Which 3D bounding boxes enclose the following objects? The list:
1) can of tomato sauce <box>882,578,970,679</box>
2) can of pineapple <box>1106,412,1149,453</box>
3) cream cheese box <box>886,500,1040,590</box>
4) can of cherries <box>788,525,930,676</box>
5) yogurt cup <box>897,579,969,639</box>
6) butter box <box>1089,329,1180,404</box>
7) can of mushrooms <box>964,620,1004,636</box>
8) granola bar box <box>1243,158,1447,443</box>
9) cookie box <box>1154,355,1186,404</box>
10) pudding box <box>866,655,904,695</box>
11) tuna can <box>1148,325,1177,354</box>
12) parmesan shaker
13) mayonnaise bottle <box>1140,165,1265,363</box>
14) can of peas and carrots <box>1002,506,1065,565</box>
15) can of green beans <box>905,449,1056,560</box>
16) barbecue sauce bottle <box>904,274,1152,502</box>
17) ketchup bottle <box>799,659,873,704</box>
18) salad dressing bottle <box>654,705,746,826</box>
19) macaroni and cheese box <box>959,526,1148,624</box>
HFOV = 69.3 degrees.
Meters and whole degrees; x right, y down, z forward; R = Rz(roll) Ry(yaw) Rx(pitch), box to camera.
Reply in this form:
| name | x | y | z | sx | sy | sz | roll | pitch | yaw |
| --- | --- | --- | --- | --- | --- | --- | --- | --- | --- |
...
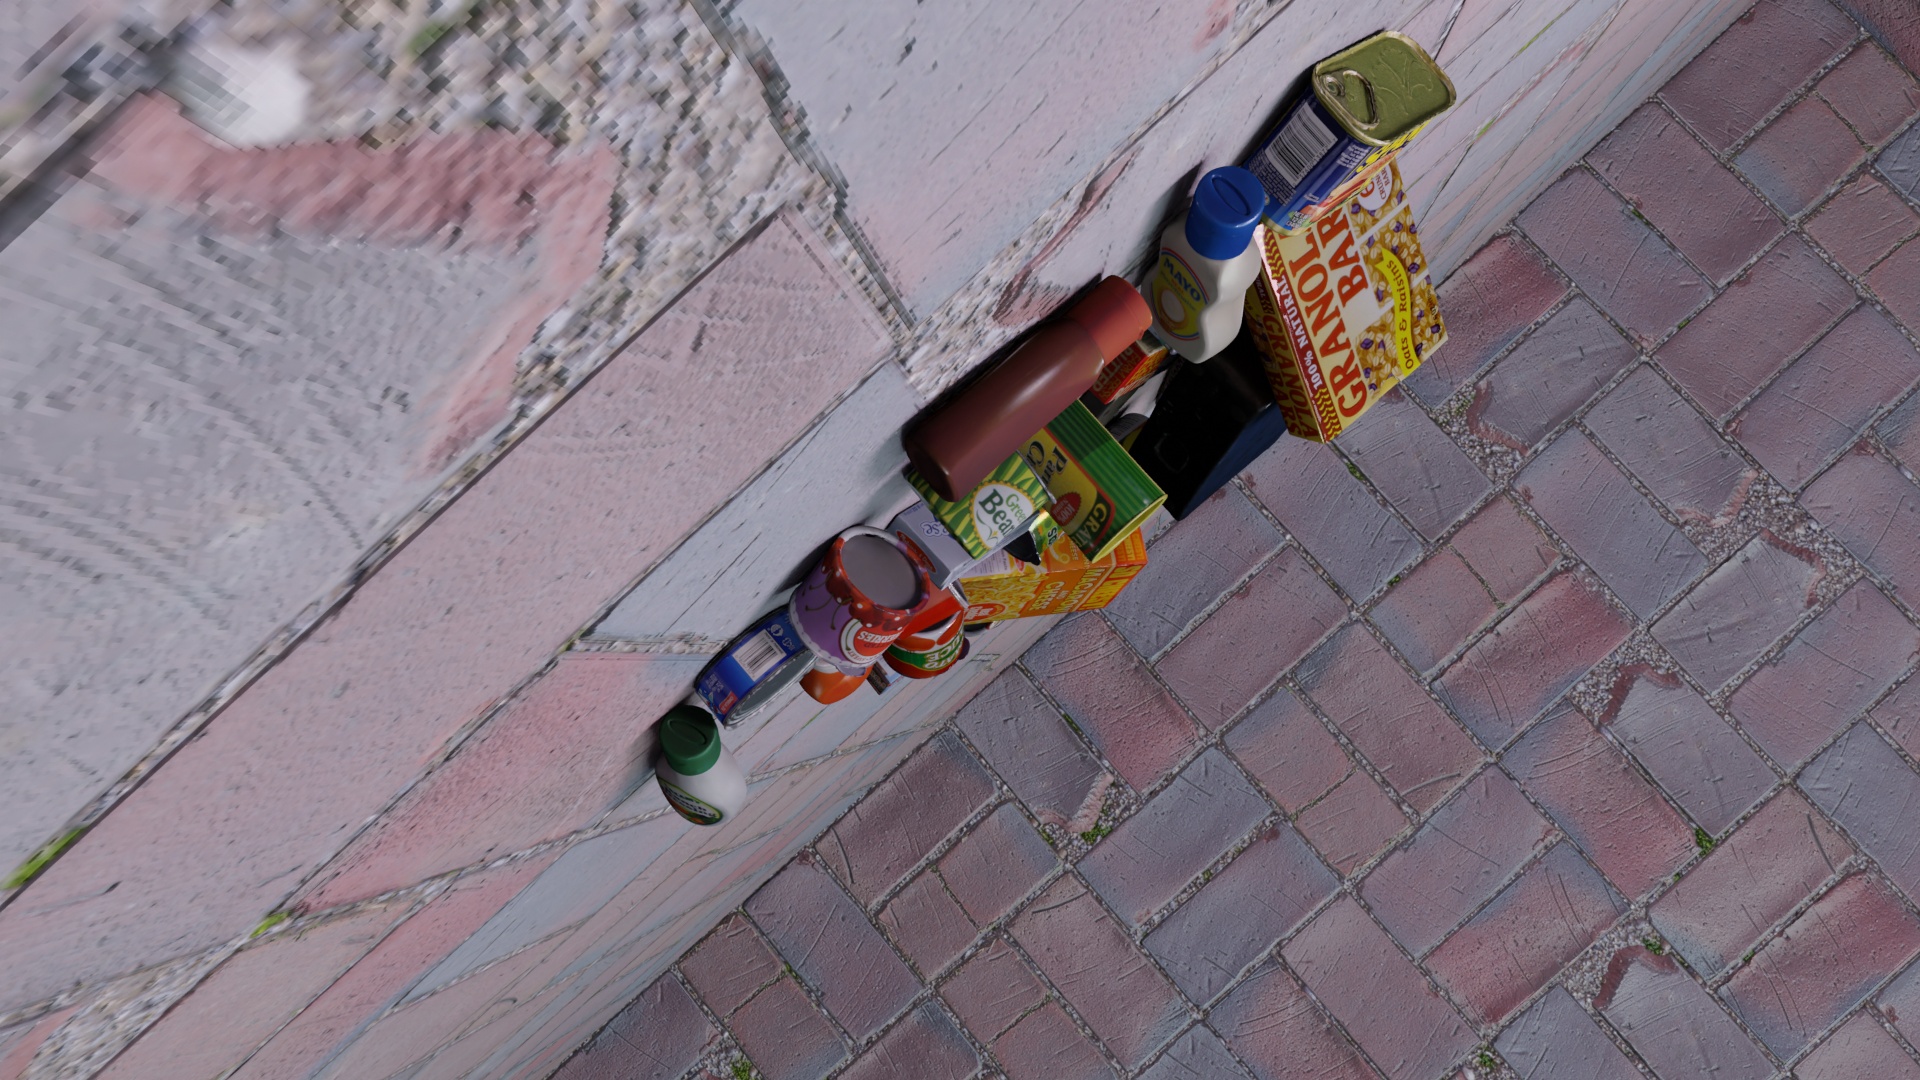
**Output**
| name | x | y | z | sx | sy | sz | roll | pitch | yaw |
| --- | --- | --- | --- | --- | --- | --- | --- | --- | --- |
| can of tomato sauce | -0.028 | 0.059 | 1.032 | 0.071 | 0.071 | 0.082 | -39 | 160 | -17 |
| can of pineapple | 0.146 | -0.069 | 1.220 | 0.058 | 0.071 | 0.070 | -37 | 170 | -27 |
| cream cheese box | 0.003 | -0.012 | 0.921 | 0.104 | 0.053 | 0.024 | -33 | 166 | -45 |
| can of cherries | -0.058 | 0.036 | 0.822 | 0.058 | 0.071 | 0.072 | -48 | 169 | 35 |
| yogurt cup | -0.034 | 0.031 | 0.941 | 0.054 | 0.072 | 0.072 | -34 | 172 | 3 |
| butter box | 0.132 | -0.133 | 0.982 | 0.104 | 0.024 | 0.053 | -32 | 167 | -51 |
| can of mushrooms | 0.010 | 0.048 | 1.226 | 0.070 | 0.071 | 0.033 | -45 | 170 | 25 |
| granola bar box | 0.241 | -0.164 | 0.891 | 0.124 | 0.165 | 0.039 | -39 | -148 | -16 |
| cookie box | 0.238 | -0.169 | 1.228 | 0.123 | 0.040 | 0.167 | -40 | 173 | -5 |
| pudding box | -0.051 | 0.089 | 1.203 | 0.084 | 0.050 | 0.030 | -36 | 171 | -33 |
| tuna can | 0.155 | -0.159 | 0.927 | 0.071 | 0.033 | 0.071 | -40 | 172 | -7 |
| parmesan shaker | 0.076 | -0.043 | 0.913 | 0.071 | 0.103 | 0.071 | -40 | 171 | -8 |
| mayonnaise bottle | 0.137 | -0.155 | 0.777 | 0.041 | 0.065 | 0.147 | -36 | 167 | -10 |
| can of peas and carrots | 0.055 | -0.025 | 1.021 | 0.059 | 0.071 | 0.070 | -39 | 171 | -21 |
| can of green beans | 0.010 | -0.031 | 0.808 | 0.058 | 0.071 | 0.071 | -41 | 171 | -3 |
| barbecue sauce bottle | 0.038 | -0.084 | 0.747 | 0.149 | 0.044 | 0.064 | -41 | 172 | -10 |
| ketchup bottle | -0.092 | 0.083 | 1.005 | 0.065 | 0.043 | 0.148 | -46 | 172 | -10 |
| salad dressing bottle | -0.177 | 0.151 | 0.931 | 0.044 | 0.064 | 0.147 | -58 | 171 | -25 |
| macaroni and cheese box | 0.053 | 0.028 | 1.132 | 0.167 | 0.040 | 0.123 | -6 | 161 | -14 |
